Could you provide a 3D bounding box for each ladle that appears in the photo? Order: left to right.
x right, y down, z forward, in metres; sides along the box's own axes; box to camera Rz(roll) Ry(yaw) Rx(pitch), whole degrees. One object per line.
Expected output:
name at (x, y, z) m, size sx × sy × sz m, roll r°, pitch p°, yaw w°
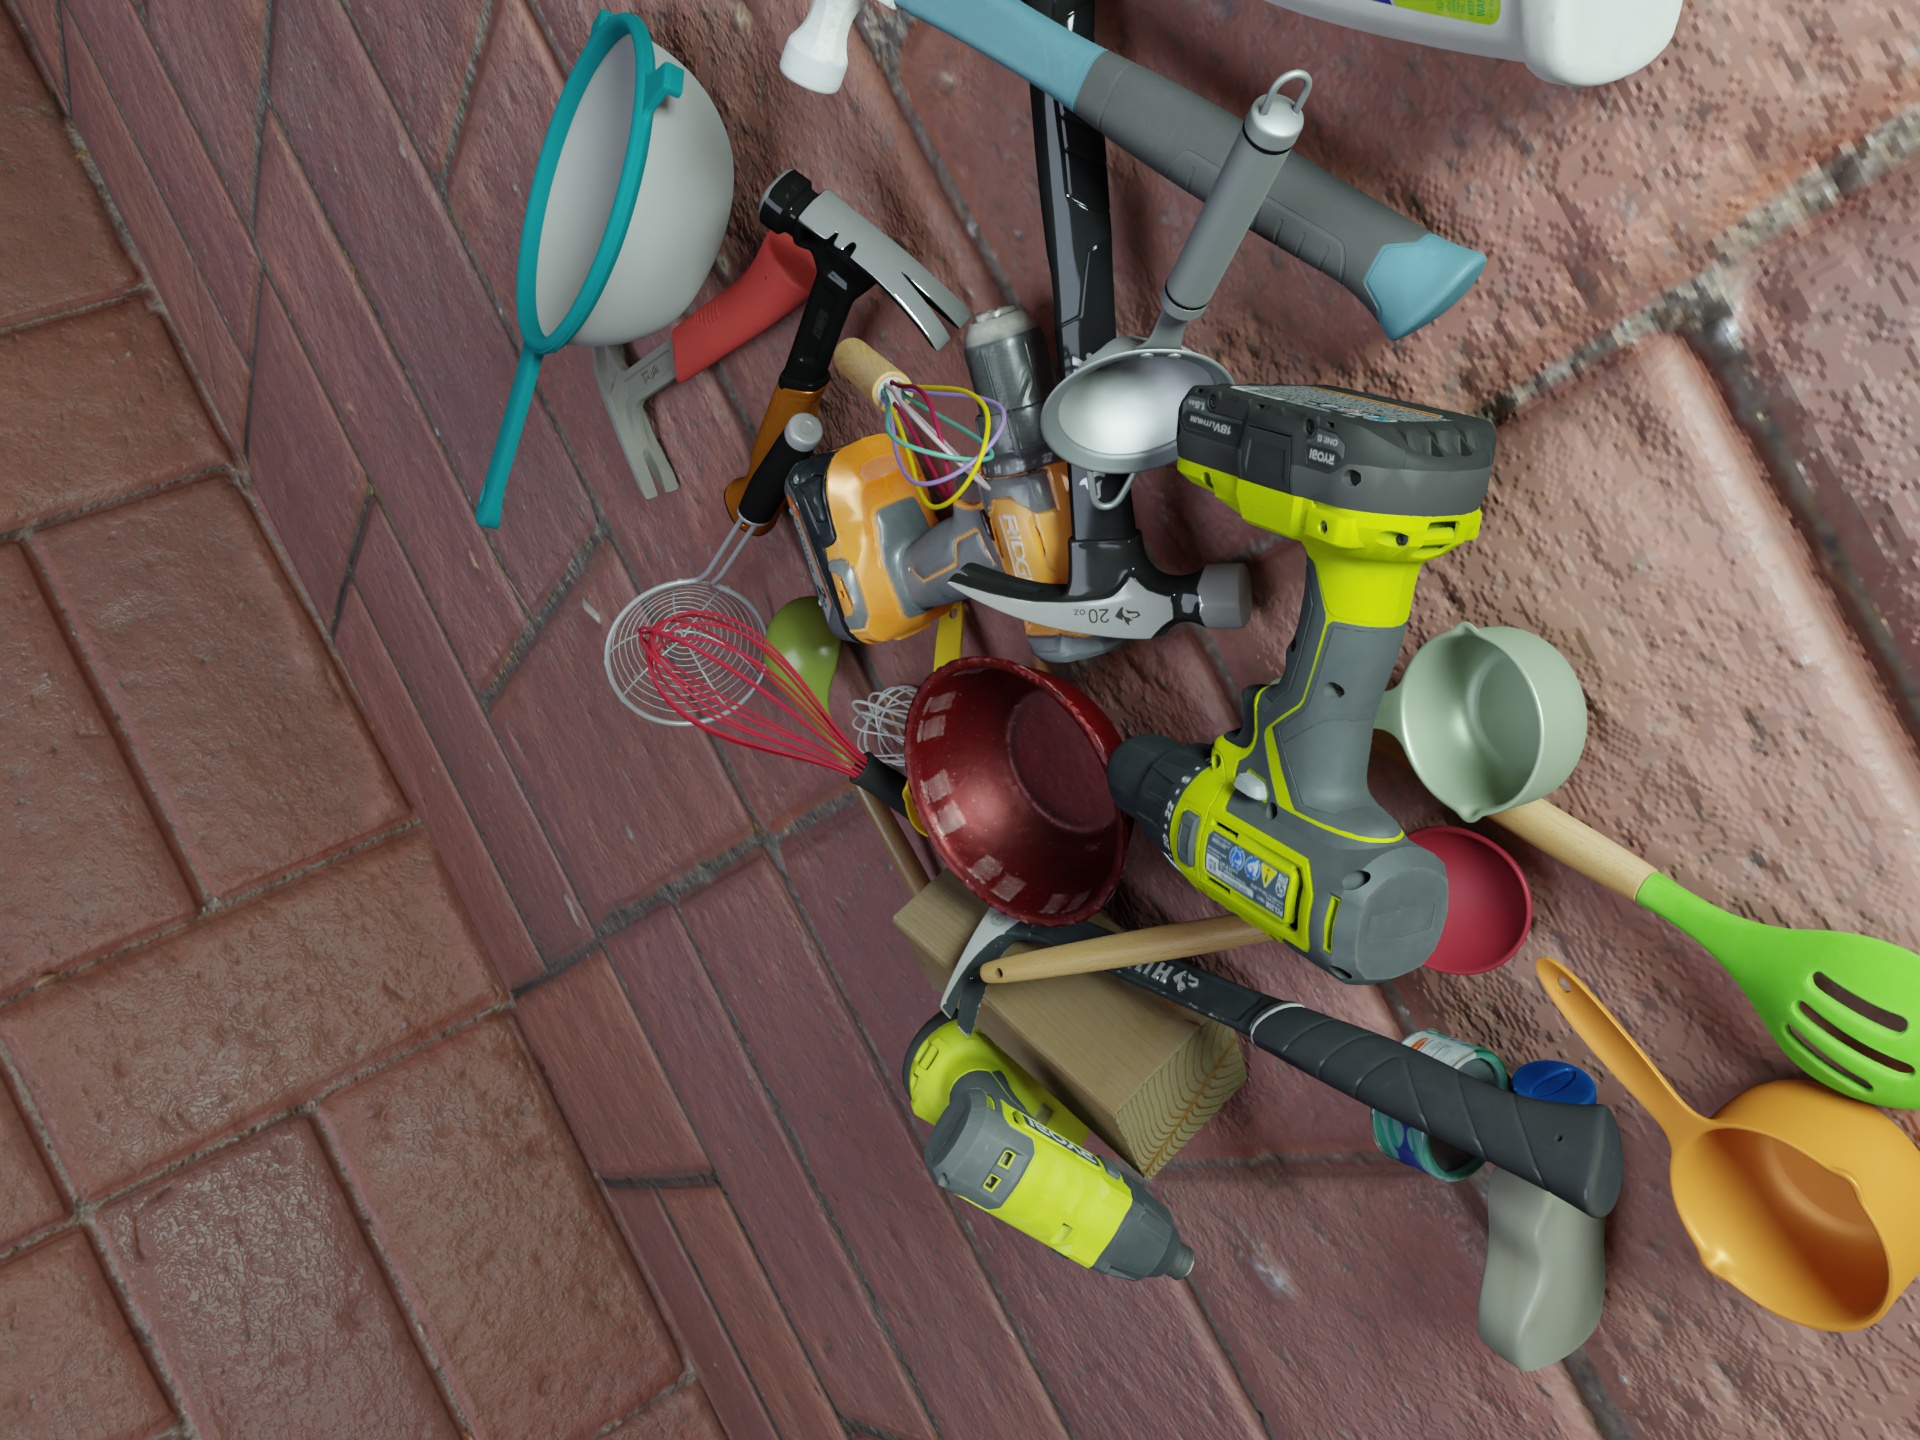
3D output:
ladle at (-0.052, 0.057, 1.158) m, size 0.078 × 0.062 × 0.320 m, roll -12°, pitch 109°, yaw 58°
ladle at (0.134, 0.107, 0.794) m, size 0.315 × 0.031 × 0.069 m, roll -16°, pitch 85°, yaw 37°

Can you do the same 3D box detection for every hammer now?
hammer at (-0.178, -0.255, 1.109) m, size 0.359 × 0.036 × 0.149 m, roll -5°, pitch 108°, yaw 59°
hammer at (-0.096, -0.198, 1.002) m, size 0.127 × 0.034 × 0.336 m, roll 38°, pitch 154°, yaw -1°
hammer at (0.051, -0.200, 0.737) m, size 0.146 × 0.035 × 0.334 m, roll 0°, pitch 111°, yaw 19°
hammer at (0.065, -0.254, 0.654) m, size 0.331 × 0.033 × 0.128 m, roll 39°, pitch 125°, yaw 18°
hammer at (0.141, 0.150, 0.798) m, size 0.409 × 0.149 × 0.036 m, roll 17°, pitch 152°, yaw 52°

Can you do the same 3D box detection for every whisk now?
whisk at (-0.080, 0.019, 1.016) m, size 0.295 × 0.073 × 0.073 m, roll 34°, pitch 159°, yaw -21°
whisk at (-0.031, -0.154, 0.784) m, size 0.245 × 0.051 × 0.047 m, roll -125°, pitch 32°, yaw -61°
whisk at (0.009, 0.018, 1.019) m, size 0.246 × 0.058 × 0.059 m, roll 16°, pitch 160°, yaw 50°

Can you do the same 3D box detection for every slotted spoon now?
slotted spoon at (0.260, 0.057, 0.658) m, size 0.314 × 0.031 × 0.070 m, roll 38°, pitch 136°, yaw 41°

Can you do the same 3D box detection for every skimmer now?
skimmer at (-0.161, -0.093, 1.112) m, size 0.363 × 0.127 × 0.090 m, roll 141°, pitch 134°, yaw -61°

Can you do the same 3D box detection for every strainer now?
strainer at (-0.226, -0.270, 1.029) m, size 0.211 × 0.095 × 0.340 m, roll 53°, pitch 126°, yaw 50°
strainer at (0.089, -0.168, 0.639) m, size 0.258 × 0.087 × 0.050 m, roll 117°, pitch 150°, yaw -67°

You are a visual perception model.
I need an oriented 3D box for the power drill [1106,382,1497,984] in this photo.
power drill at (0.134, -0.024, 0.682) m, size 0.191 × 0.080 × 0.228 m, roll 33°, pitch 124°, yaw 54°

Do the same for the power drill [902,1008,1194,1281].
power drill at (0.048, 0.267, 1.001) m, size 0.171 × 0.080 × 0.223 m, roll 33°, pitch 180°, yaw -12°

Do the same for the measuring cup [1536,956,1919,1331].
measuring cup at (0.306, 0.154, 0.635) m, size 0.174 × 0.052 × 0.095 m, roll 52°, pitch 149°, yaw 26°

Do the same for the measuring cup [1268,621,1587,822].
measuring cup at (0.199, -0.006, 0.692) m, size 0.168 × 0.038 × 0.083 m, roll 13°, pitch 110°, yaw 61°

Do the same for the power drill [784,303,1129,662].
power drill at (-0.007, -0.127, 0.892) m, size 0.226 × 0.084 × 0.185 m, roll 5°, pitch 117°, yaw 52°

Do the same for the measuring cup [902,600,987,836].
measuring cup at (-0.002, -0.003, 0.988) m, size 0.062 × 0.029 × 0.156 m, roll -7°, pitch 74°, yaw 45°
